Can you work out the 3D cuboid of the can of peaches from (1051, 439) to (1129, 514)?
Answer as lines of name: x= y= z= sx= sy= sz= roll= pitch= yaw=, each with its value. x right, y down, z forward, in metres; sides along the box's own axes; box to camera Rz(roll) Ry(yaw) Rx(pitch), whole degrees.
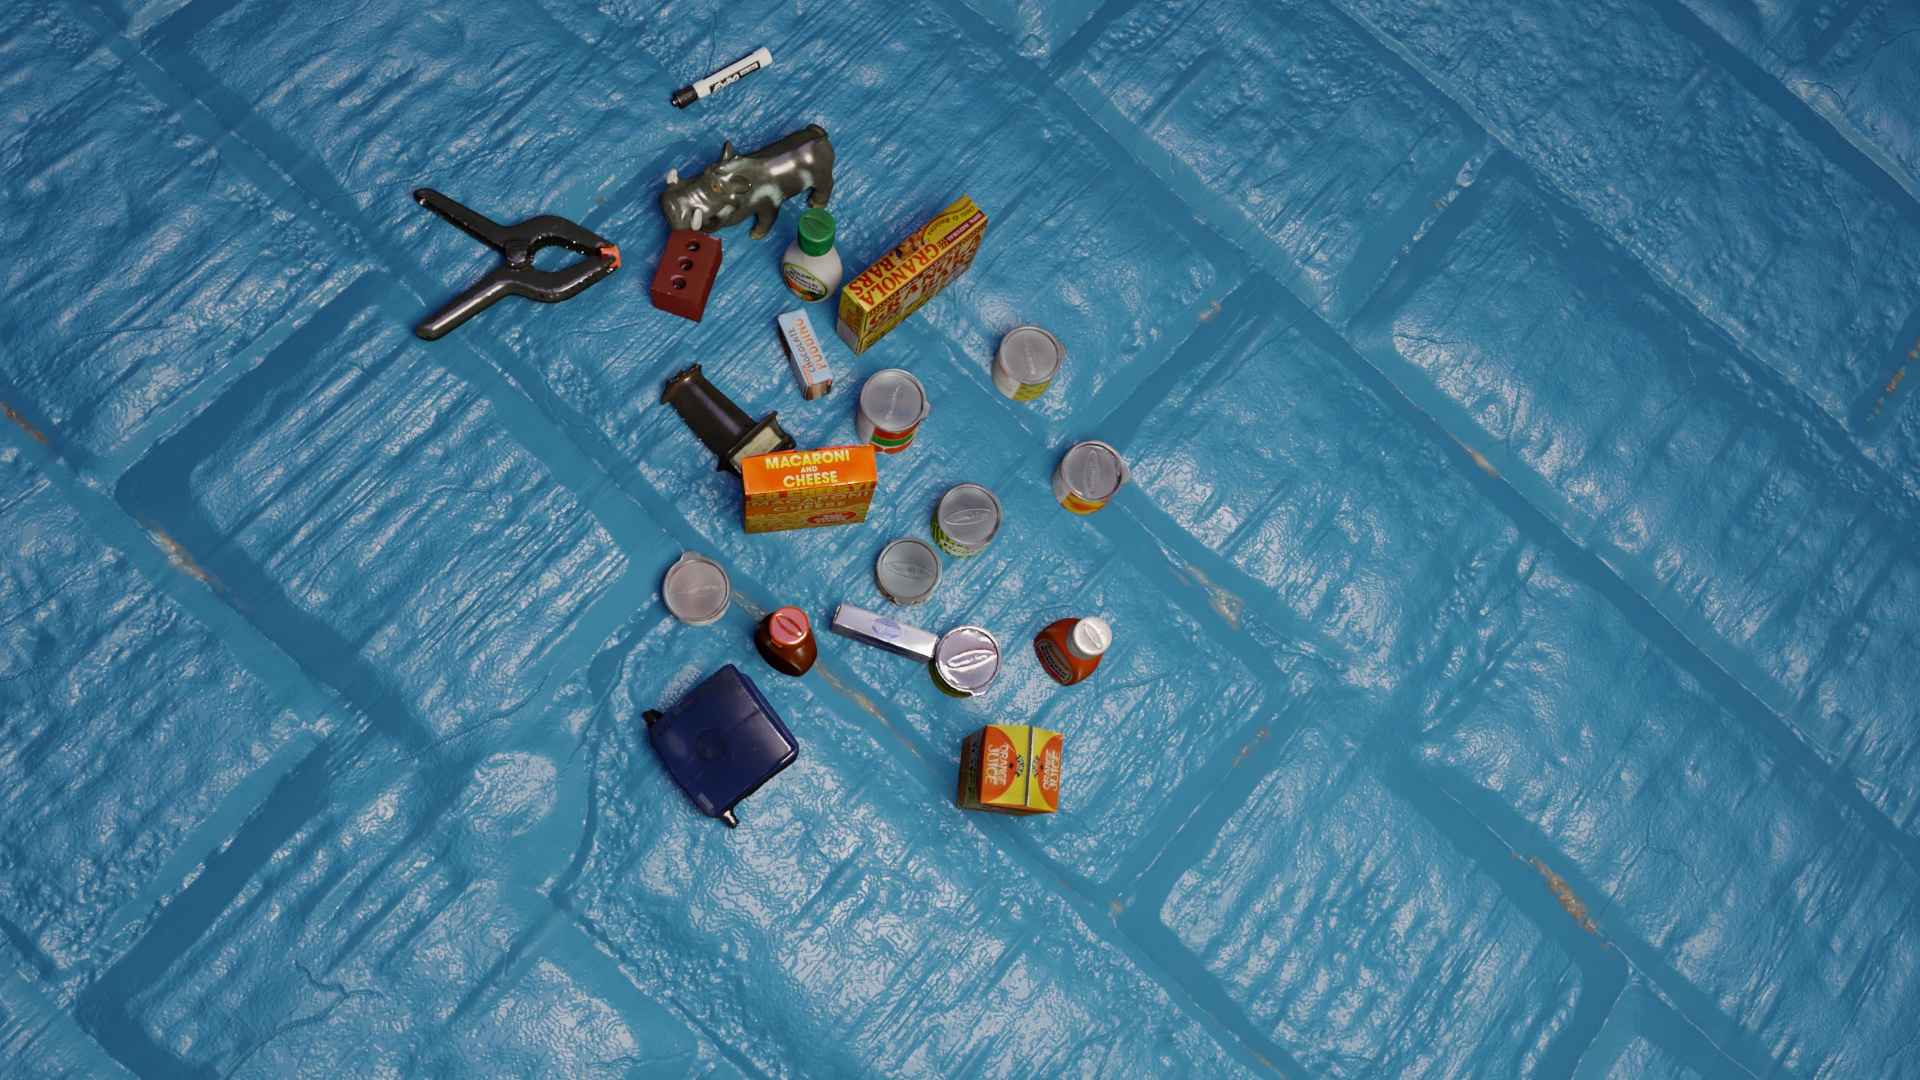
can of peaches: x=0.134 y=-0.064 z=1.445 sx=0.071 sy=0.058 sz=0.071 roll=2 pitch=77 yaw=-8

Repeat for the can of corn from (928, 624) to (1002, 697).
can of corn: x=0.005 y=0.123 z=1.379 sx=0.071 sy=0.058 sz=0.071 roll=2 pitch=77 yaw=-8

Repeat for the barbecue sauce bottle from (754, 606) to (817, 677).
barbecue sauce bottle: x=-0.164 y=0.093 z=1.314 sx=0.065 sy=0.148 sz=0.044 roll=38 pitch=75 yaw=1

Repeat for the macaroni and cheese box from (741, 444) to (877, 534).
macaroni and cheese box: x=-0.149 y=-0.048 z=1.341 sx=0.124 sy=0.166 sz=0.040 roll=-7 pitch=78 yaw=-10

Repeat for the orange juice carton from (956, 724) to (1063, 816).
orange juice carton: x=0.047 y=0.215 z=1.294 sx=0.073 sy=0.192 sz=0.072 roll=8 pitch=76 yaw=-7

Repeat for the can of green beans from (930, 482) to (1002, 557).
can of green beans: x=0.005 y=-0.020 z=1.414 sx=0.071 sy=0.057 sz=0.071 roll=2 pitch=77 yaw=-8

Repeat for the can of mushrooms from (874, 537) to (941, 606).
can of mushrooms: x=-0.054 y=0.034 z=1.405 sx=0.071 sy=0.033 sz=0.071 roll=2 pitch=76 yaw=-8

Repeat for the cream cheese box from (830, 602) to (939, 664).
cream cheese box: x=-0.076 y=0.093 z=1.377 sx=0.104 sy=0.053 sz=0.024 roll=19 pitch=75 yaw=-4

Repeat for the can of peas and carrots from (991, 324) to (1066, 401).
can of peas and carrots: x=0.071 y=-0.187 z=1.464 sx=0.071 sy=0.058 sz=0.071 roll=2 pitch=77 yaw=-8

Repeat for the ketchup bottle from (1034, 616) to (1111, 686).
ketchup bottle: x=0.112 y=0.103 z=1.354 sx=0.043 sy=0.148 sz=0.065 roll=-34 pitch=84 yaw=-14

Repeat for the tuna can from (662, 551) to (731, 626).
tuna can: x=-0.260 y=0.048 z=1.370 sx=0.071 sy=0.032 sz=0.071 roll=2 pitch=76 yaw=-8

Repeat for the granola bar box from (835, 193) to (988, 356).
granola bar box: x=-0.051 y=-0.271 z=1.432 sx=0.166 sy=0.124 sz=0.039 roll=-41 pitch=86 yaw=-15

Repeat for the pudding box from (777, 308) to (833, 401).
pudding box: x=-0.161 y=-0.192 z=1.435 sx=0.030 sy=0.049 sz=0.084 roll=-21 pitch=81 yaw=-13

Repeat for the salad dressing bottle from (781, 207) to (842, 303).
salad dressing bottle: x=-0.149 y=-0.289 z=1.409 sx=0.064 sy=0.147 sz=0.044 roll=30 pitch=75 yaw=-1

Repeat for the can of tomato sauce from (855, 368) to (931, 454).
can of tomato sauce: x=-0.070 y=-0.130 z=1.416 sx=0.071 sy=0.083 sz=0.071 roll=2 pitch=77 yaw=-8
